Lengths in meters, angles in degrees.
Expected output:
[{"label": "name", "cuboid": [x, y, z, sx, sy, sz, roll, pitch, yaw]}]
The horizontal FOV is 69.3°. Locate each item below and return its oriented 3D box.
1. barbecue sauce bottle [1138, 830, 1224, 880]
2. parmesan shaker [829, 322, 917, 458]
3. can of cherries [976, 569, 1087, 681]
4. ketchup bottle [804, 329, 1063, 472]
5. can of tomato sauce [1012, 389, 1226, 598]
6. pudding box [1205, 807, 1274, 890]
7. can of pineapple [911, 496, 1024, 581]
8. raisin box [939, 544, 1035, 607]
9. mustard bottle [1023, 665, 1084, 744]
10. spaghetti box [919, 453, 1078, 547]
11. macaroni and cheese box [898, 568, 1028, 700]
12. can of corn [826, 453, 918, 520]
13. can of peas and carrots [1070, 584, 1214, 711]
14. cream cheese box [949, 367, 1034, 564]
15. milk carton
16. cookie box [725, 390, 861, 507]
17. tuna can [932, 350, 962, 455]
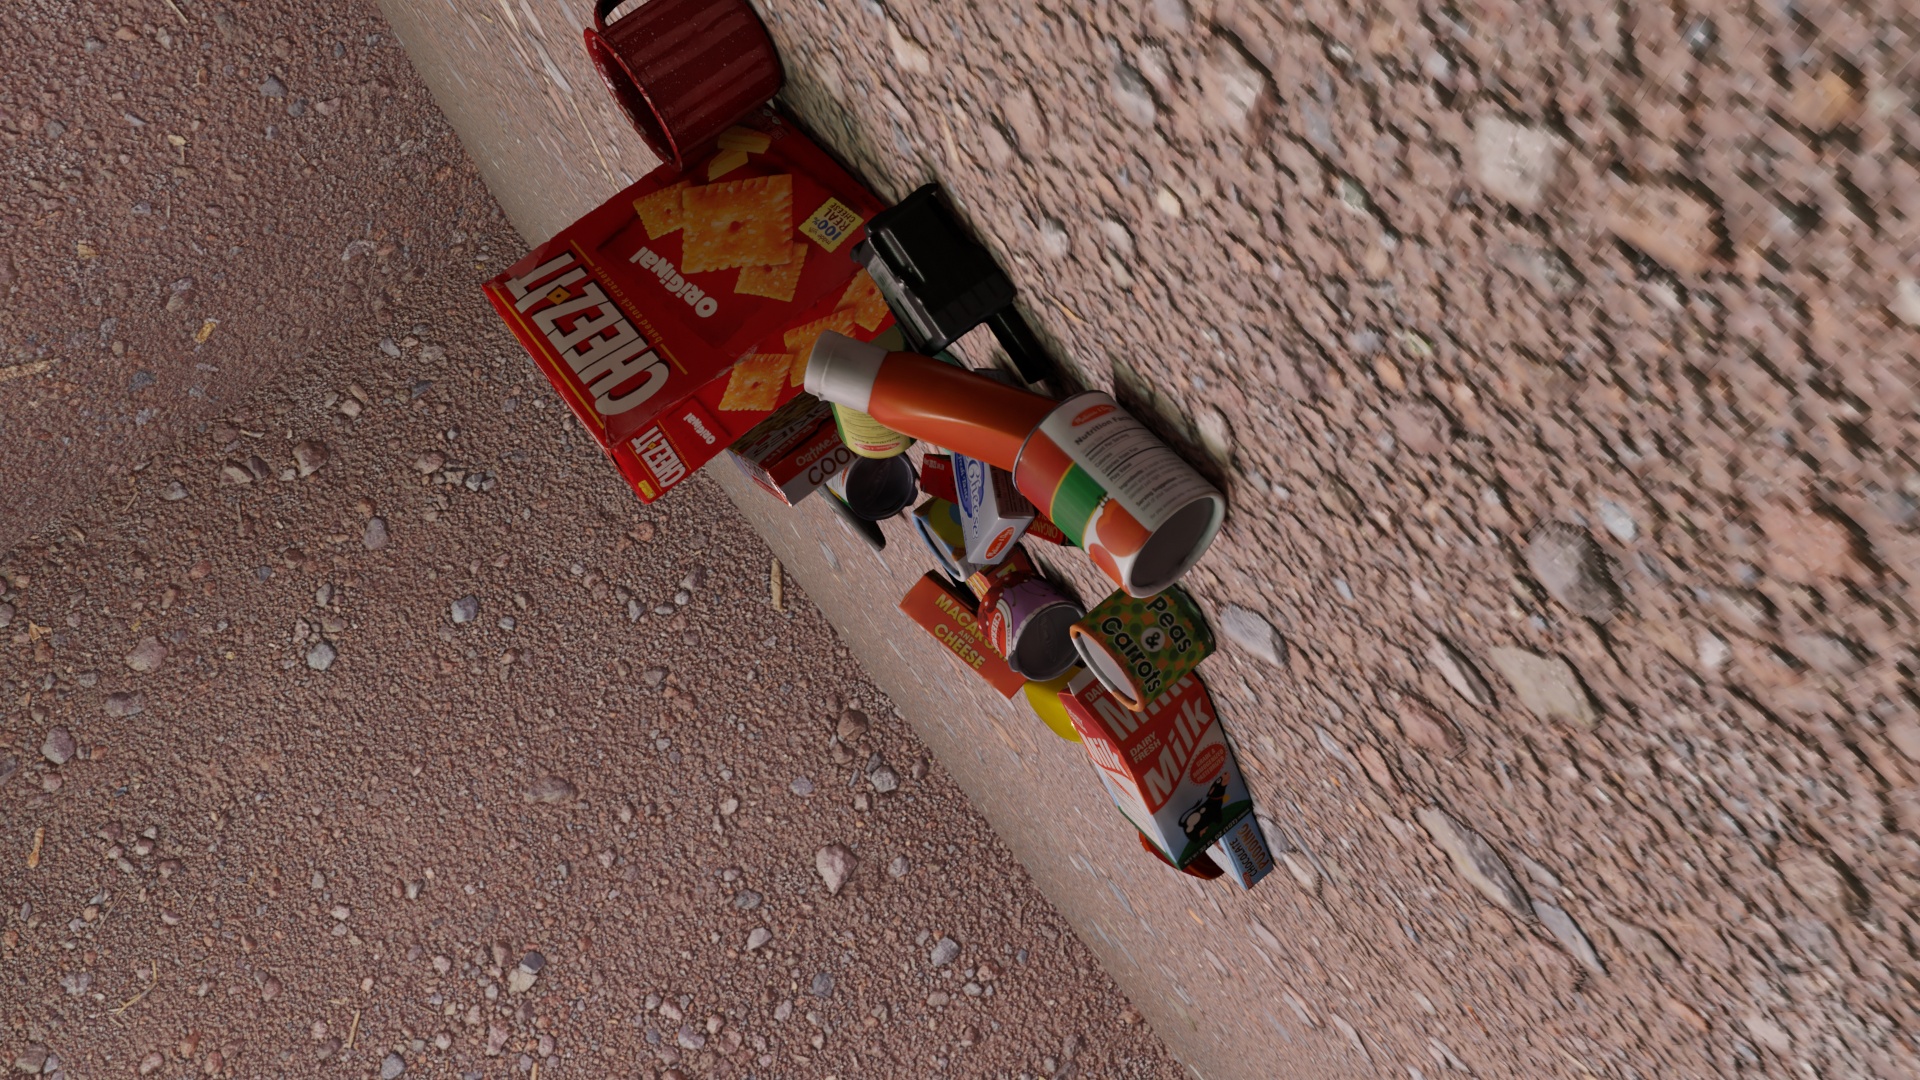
[{"label": "barbecue sauce bottle", "cuboid": [0.181, 0.248, 1.160, 0.065, 0.044, 0.148, 52, 170, 4]}, {"label": "parmesan shaker", "cuboid": [-0.059, -0.111, 0.981, 0.071, 0.071, 0.102, 49, 167, 21]}, {"label": "can of cherries", "cuboid": [0.052, 0.063, 1.040, 0.058, 0.071, 0.071, 41, 164, 50]}, {"label": "ketchup bottle", "cuboid": [-0.009, -0.073, 0.748, 0.149, 0.043, 0.064, 19, 170, 3]}, {"label": "can of tomato sauce", "cuboid": [0.077, -0.021, 0.674, 0.083, 0.071, 0.071, 46, 167, 30]}, {"label": "pudding box", "cuboid": [0.197, 0.215, 1.024, 0.050, 0.030, 0.083, 42, 164, 50]}, {"label": "can of pineapple", "cuboid": [0.004, -0.013, 1.035, 0.071, 0.058, 0.070, 50, 169, 14]}, {"label": "raisin box", "cuboid": [0.023, 0.024, 1.128, 0.123, 0.040, 0.085, 39, 163, 55]}, {"label": "mustard bottle", "cuboid": [0.100, 0.135, 1.130, 0.065, 0.049, 0.160, 55, 168, -11]}, {"label": "spaghetti box", "cuboid": [0.037, -0.028, 0.858, 0.250, 0.050, 0.028, -156, 69, -68]}, {"label": "macaroni and cheese box", "cuboid": [0.007, 0.078, 1.221, 0.124, 0.040, 0.166, 40, 180, 1]}, {"label": "can of corn", "cuboid": [-0.079, -0.057, 1.233, 0.071, 0.071, 0.058, 59, 168, -31]}, {"label": "can of peas and carrots", "cuboid": [0.108, 0.059, 0.823, 0.071, 0.059, 0.070, 50, 169, 14]}, {"label": "cream cheese box", "cuboid": [0.016, -0.044, 0.806, 0.053, 0.024, 0.104, 125, 142, -53]}, {"label": "milk carton", "cuboid": [0.128, 0.132, 0.936, 0.073, 0.072, 0.189, 41, 165, 48]}, {"label": "cookie box", "cuboid": [-0.120, -0.091, 1.132, 0.040, 0.123, 0.167, 56, 169, -21]}, {"label": "tuna can", "cuboid": [-0.009, -0.089, 0.910, 0.071, 0.033, 0.071, 51, 169, 14]}]
